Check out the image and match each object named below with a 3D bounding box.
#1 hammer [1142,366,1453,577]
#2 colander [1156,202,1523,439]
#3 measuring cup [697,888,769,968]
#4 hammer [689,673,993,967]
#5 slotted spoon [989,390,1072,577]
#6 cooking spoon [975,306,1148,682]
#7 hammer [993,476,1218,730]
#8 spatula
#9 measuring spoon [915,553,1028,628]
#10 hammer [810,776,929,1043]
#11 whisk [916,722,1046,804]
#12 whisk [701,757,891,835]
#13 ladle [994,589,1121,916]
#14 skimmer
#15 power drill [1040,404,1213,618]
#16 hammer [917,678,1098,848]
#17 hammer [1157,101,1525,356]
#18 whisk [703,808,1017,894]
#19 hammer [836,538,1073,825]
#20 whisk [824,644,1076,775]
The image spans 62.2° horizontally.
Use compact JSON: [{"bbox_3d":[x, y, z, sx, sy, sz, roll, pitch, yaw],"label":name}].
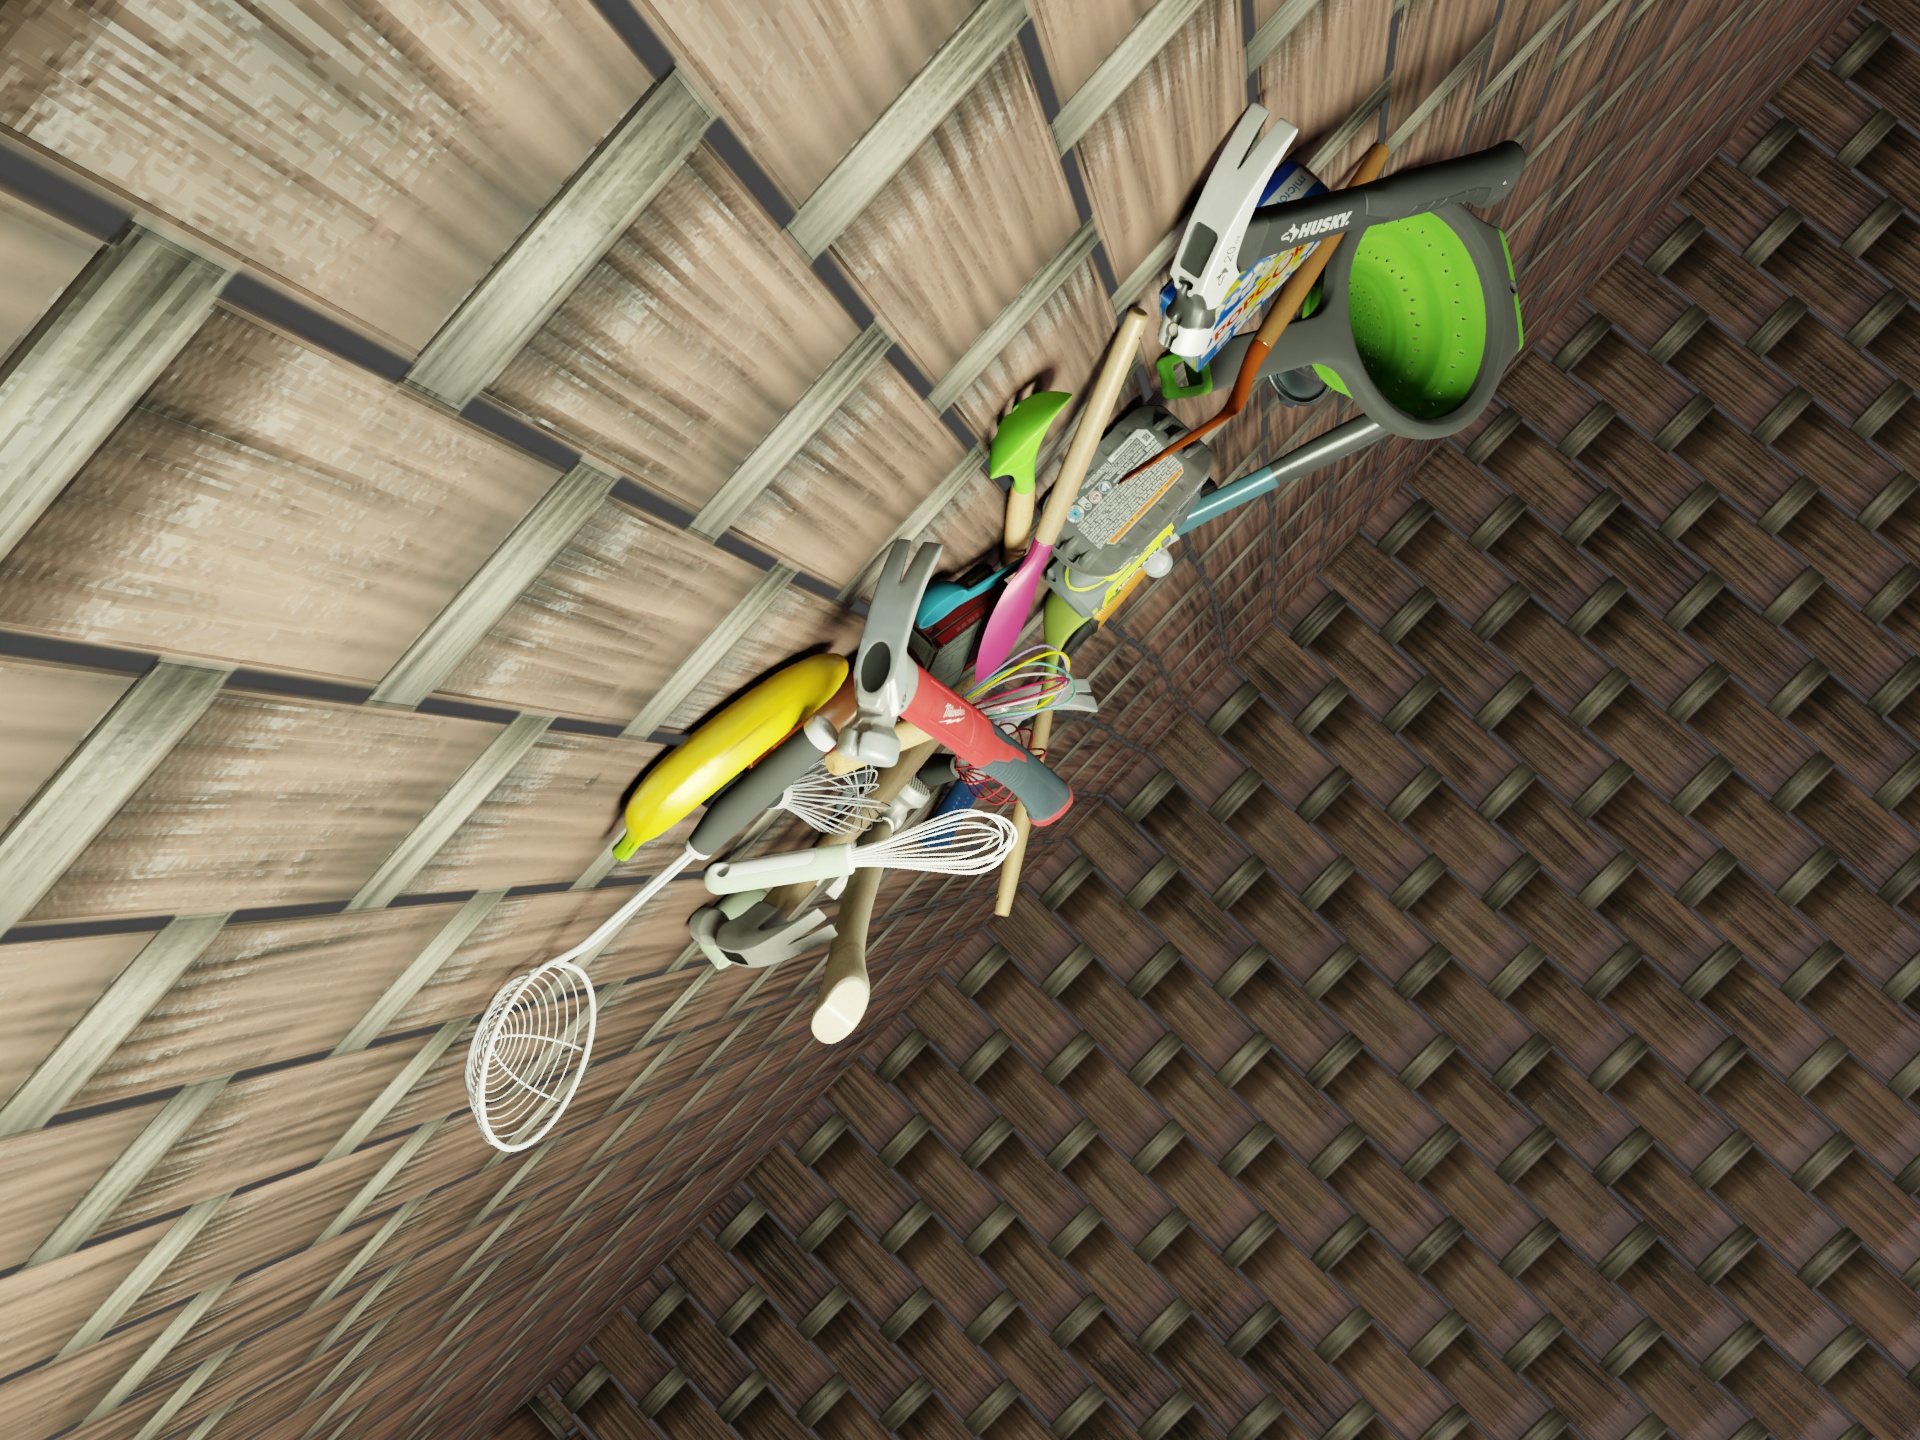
[{"bbox_3d":[0.294,-0.226,1.423,0.331,0.033,0.128,-25,158,17],"label":"hammer"},{"bbox_3d":[0.286,-0.306,1.274,0.397,0.204,0.094,-21,-168,-31],"label":"colander"},{"bbox_3d":[-0.162,0.142,1.376,0.167,0.038,0.083,-46,169,-9],"label":"measuring cup"},{"bbox_3d":[-0.080,0.074,1.325,0.130,0.031,0.331,13,-125,49],"label":"hammer"},{"bbox_3d":[0.040,-0.152,1.094,0.070,0.031,0.313,-47,171,-10],"label":"slotted spoon"},{"bbox_3d":[0.067,-0.146,1.109,0.069,0.017,0.318,-44,162,-47],"label":"cooking spoon"},{"bbox_3d":[0.148,-0.117,1.607,0.336,0.034,0.127,-52,167,28],"label":"hammer"},{"bbox_3d":[0.218,-0.291,1.131,0.323,0.041,0.081,-58,-170,-12],"label":"spatula"},{"bbox_3d":[0.010,-0.103,1.148,0.128,0.021,0.042,-33,170,-40],"label":"measuring spoon"},{"bbox_3d":[-0.094,0.167,1.349,0.146,0.038,0.411,-49,-170,14],"label":"hammer"},{"bbox_3d":[0.007,0.041,1.428,0.073,0.073,0.296,-43,-171,-15],"label":"whisk"},{"bbox_3d":[-0.124,0.053,1.164,0.070,0.070,0.284,-48,164,10],"label":"whisk"},{"bbox_3d":[0.080,0.018,1.406,0.078,0.062,0.320,164,-59,-68],"label":"ladle"},{"bbox_3d":[-0.192,0.141,1.029,0.363,0.090,0.127,-41,169,18],"label":"skimmer"},{"bbox_3d":[0.138,-0.170,1.277,0.171,0.080,0.223,-46,173,3],"label":"power drill"},{"bbox_3d":[0.022,0.055,1.656,0.144,0.035,0.405,-12,161,-18],"label":"hammer"},{"bbox_3d":[0.262,-0.336,1.022,0.335,0.035,0.146,-25,146,-35],"label":"hammer"},{"bbox_3d":[-0.078,0.105,1.229,0.246,0.058,0.059,-9,135,2],"label":"whisk"},{"bbox_3d":[0.017,-0.001,1.139,0.386,0.038,0.143,36,66,-66],"label":"hammer"},{"bbox_3d":[-0.002,-0.002,1.218,0.245,0.051,0.047,-22,163,-36],"label":"whisk"}]
